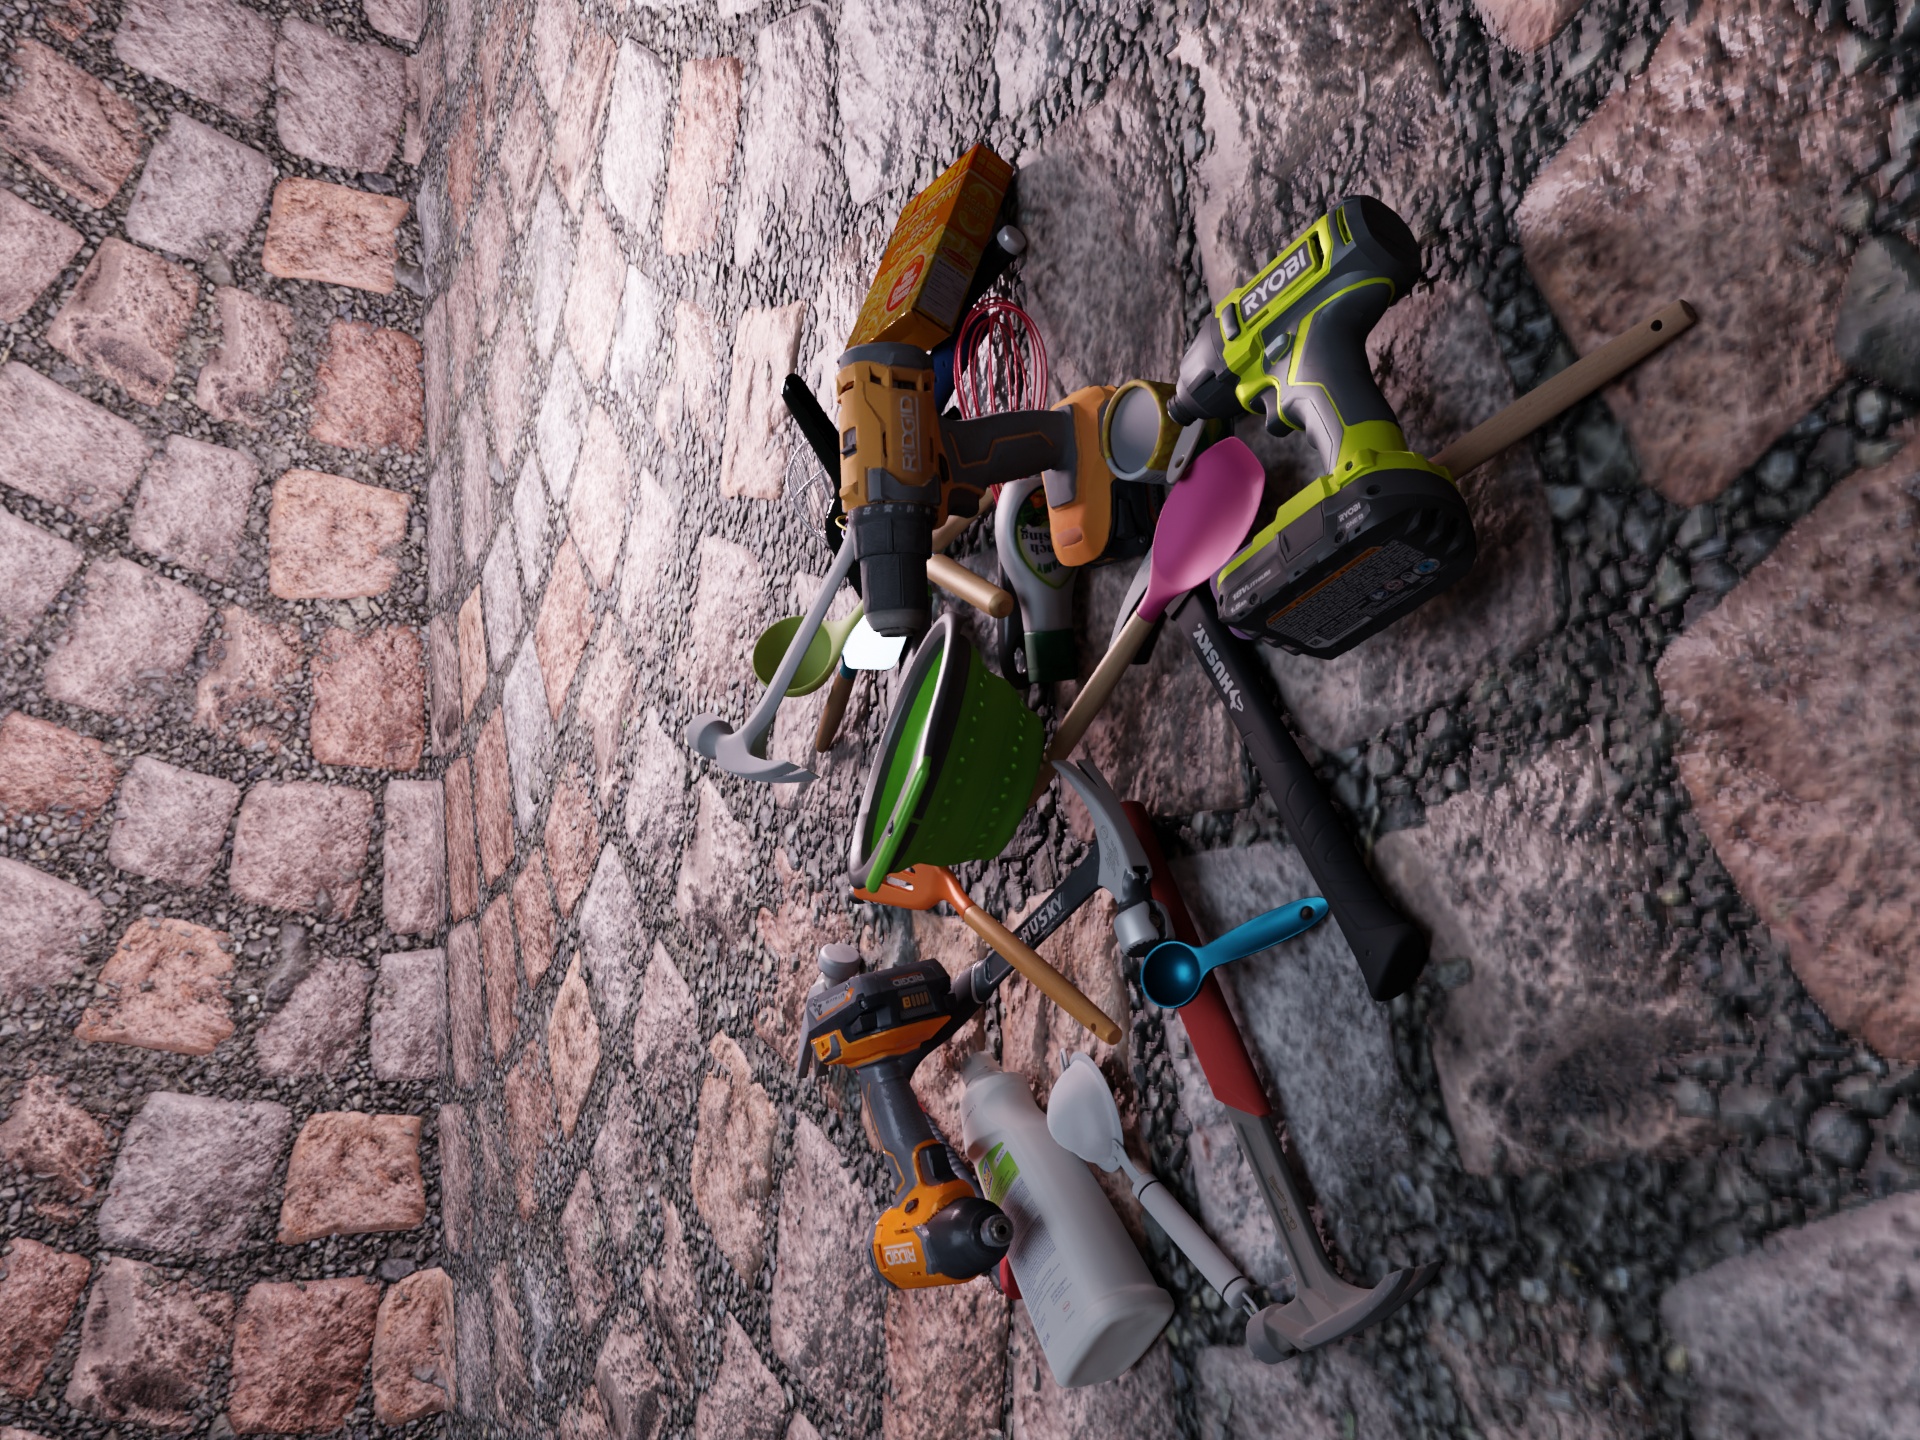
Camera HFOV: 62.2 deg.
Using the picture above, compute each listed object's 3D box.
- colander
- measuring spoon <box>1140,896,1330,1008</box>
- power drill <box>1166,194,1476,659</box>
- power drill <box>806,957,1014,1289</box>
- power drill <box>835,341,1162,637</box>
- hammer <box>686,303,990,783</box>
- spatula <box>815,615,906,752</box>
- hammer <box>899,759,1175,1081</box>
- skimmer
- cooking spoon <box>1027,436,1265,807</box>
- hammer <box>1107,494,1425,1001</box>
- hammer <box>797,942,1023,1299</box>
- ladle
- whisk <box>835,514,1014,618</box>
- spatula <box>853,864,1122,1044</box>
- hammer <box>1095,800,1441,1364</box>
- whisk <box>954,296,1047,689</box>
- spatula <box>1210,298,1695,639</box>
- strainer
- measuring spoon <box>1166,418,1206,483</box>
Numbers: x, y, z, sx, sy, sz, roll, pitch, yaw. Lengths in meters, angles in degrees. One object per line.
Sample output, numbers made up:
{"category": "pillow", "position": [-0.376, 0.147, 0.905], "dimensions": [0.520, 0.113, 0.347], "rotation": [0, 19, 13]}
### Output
{"category": "colander", "position": [-0.002, -0.004, 1.188], "dimensions": [0.397, 0.094, 0.204], "rotation": [-90, 22, -63]}
{"category": "measuring spoon", "position": [0.170, 0.140, 0.971], "dimensions": [0.128, 0.021, 0.042], "rotation": [-29, 56, 20]}
{"category": "power drill", "position": [0.187, -0.154, 0.870], "dimensions": [0.171, 0.080, 0.223], "rotation": [-38, 45, 42]}
{"category": "power drill", "position": [-0.030, 0.295, 1.157], "dimensions": [0.164, 0.084, 0.227], "rotation": [-35, 67, 55]}
{"category": "power drill", "position": [0.024, -0.145, 1.055], "dimensions": [0.084, 0.226, 0.185], "rotation": [-11, 80, 59]}
{"category": "hammer", "position": [-0.079, -0.136, 1.230], "dimensions": [0.144, 0.035, 0.405], "rotation": [25, 87, 48]}
{"category": "spatula", "position": [-0.091, -0.027, 1.377], "dimensions": [0.317, 0.044, 0.082], "rotation": [120, 168, -65]}
{"category": "hammer", "position": [0.021, 0.180, 1.171], "dimensions": [0.408, 0.036, 0.149], "rotation": [-51, 47, 47]}
{"category": "skimmer", "position": [-0.042, -0.281, 1.360], "dimensions": [0.363, 0.090, 0.127], "rotation": [-42, 59, 38]}
{"category": "cooking spoon", "position": [0.110, -0.051, 1.043], "dimensions": [0.069, 0.017, 0.318], "rotation": [60, 136, 33]}
{"category": "hammer", "position": [0.187, 0.020, 0.969], "dimensions": [0.146, 0.035, 0.335], "rotation": [-57, 44, 41]}
{"category": "hammer", "position": [-0.043, 0.351, 1.340], "dimensions": [0.387, 0.038, 0.143], "rotation": [44, 127, 51]}
{"category": "ladle", "position": [-0.070, -0.116, 1.336], "dimensions": [0.320, 0.062, 0.078], "rotation": [-38, 52, 39]}
{"category": "whisk", "position": [-0.032, -0.124, 1.231], "dimensions": [0.051, 0.047, 0.245], "rotation": [-57, 38, 3]}
{"category": "spatula", "position": [0.012, 0.147, 1.113], "dimensions": [0.323, 0.041, 0.081], "rotation": [33, 117, 56]}
{"category": "hammer", "position": [0.168, 0.202, 0.994], "dimensions": [0.149, 0.036, 0.359], "rotation": [-54, 46, 44]}
{"category": "whisk", "position": [0.037, -0.171, 1.199], "dimensions": [0.073, 0.073, 0.296], "rotation": [2, 96, 59]}
{"category": "spatula", "position": [0.250, -0.126, 0.853], "dimensions": [0.316, 0.018, 0.060], "rotation": [-36, 74, 46]}
{"category": "strainer", "position": [0.119, 0.309, 1.071], "dimensions": [0.259, 0.050, 0.086], "rotation": [42, 140, 47]}
{"category": "measuring spoon", "position": [0.160, -0.201, 0.995], "dimensions": [0.124, 0.018, 0.034], "rotation": [-65, 25, -5]}
